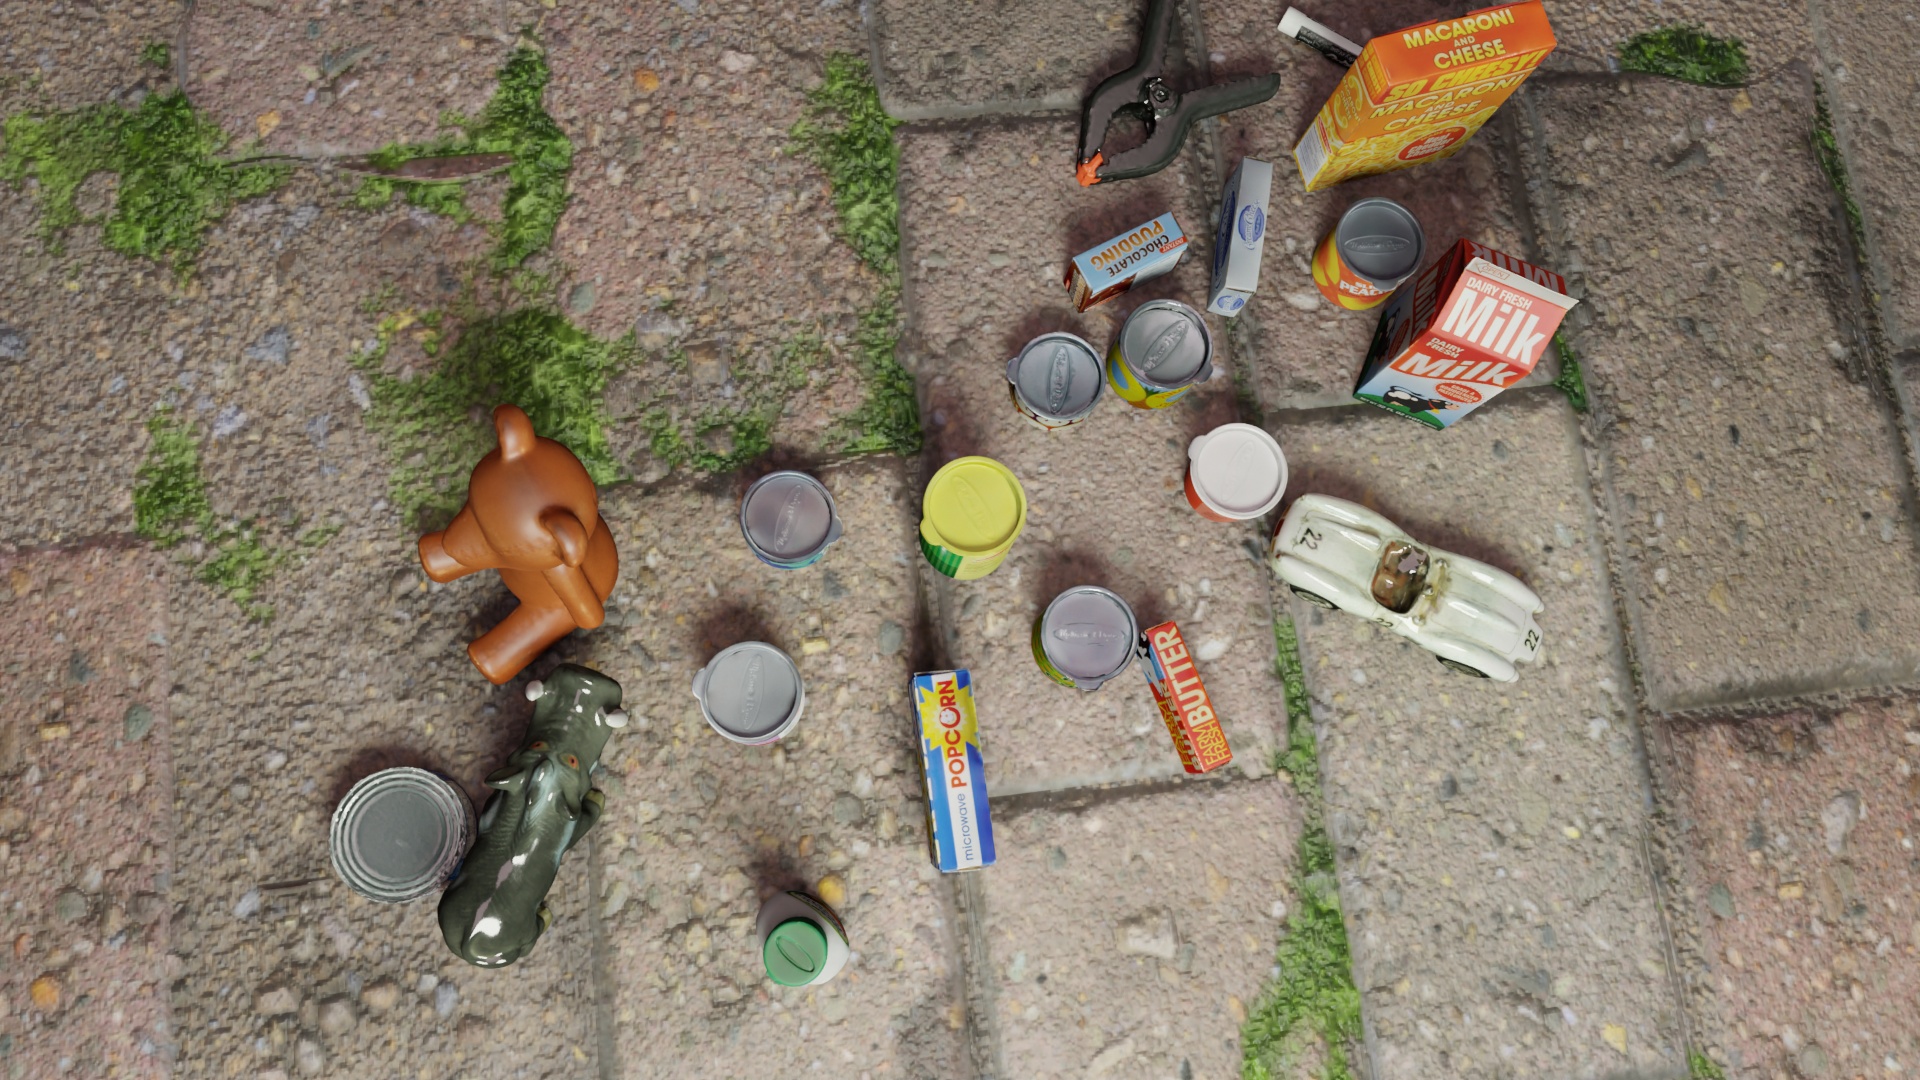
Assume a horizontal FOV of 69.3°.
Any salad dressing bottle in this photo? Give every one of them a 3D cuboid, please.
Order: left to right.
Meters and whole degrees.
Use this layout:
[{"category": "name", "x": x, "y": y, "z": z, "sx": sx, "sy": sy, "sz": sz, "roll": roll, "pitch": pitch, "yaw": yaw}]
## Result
[{"category": "salad dressing bottle", "x": -0.098, "y": 0.247, "z": 0.854, "sx": 0.064, "sy": 0.147, "sz": 0.044, "roll": 42, "pitch": 80, "yaw": 4}]

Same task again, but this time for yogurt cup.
[{"category": "yogurt cup", "x": 0.190, "y": -0.044, "z": 0.979, "sx": 0.072, "sy": 0.054, "sz": 0.072, "roll": 1, "pitch": 79, "yaw": -4}]

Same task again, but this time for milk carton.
[{"category": "milk carton", "x": 0.339, "y": -0.142, "z": 0.939, "sx": 0.072, "sy": 0.190, "sz": 0.073, "roll": 22, "pitch": 79, "yaw": 0}]

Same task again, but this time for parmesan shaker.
[{"category": "parmesan shaker", "x": 0.003, "y": -0.012, "z": 0.933, "sx": 0.071, "sy": 0.103, "sz": 0.071, "roll": 1, "pitch": 80, "yaw": -4}]

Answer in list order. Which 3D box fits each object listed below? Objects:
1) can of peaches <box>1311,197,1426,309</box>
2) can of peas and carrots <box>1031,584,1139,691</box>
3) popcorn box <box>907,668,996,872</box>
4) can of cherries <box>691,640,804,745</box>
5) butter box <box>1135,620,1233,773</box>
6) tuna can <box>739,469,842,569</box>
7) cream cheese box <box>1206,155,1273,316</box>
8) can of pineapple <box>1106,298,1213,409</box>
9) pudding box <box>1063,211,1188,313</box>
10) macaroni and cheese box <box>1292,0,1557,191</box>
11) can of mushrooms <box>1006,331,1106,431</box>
[{"category": "can of peaches", "x": 0.297, "y": -0.206, "z": 1.016, "sx": 0.071, "sy": 0.058, "sz": 0.071, "roll": 1, "pitch": 79, "yaw": -4}, {"category": "can of peas and carrots", "x": 0.084, "y": 0.069, "z": 0.947, "sx": 0.071, "sy": 0.058, "sz": 0.071, "roll": 1, "pitch": 79, "yaw": -4}, {"category": "popcorn box", "x": -0.007, "y": 0.151, "z": 0.911, "sx": 0.038, "sy": 0.085, "sz": 0.127, "roll": -7, "pitch": 80, "yaw": -5}, {"category": "can of cherries", "x": -0.140, "y": 0.102, "z": 0.924, "sx": 0.071, "sy": 0.058, "sz": 0.071, "roll": 1, "pitch": 79, "yaw": -4}, {"category": "butter box", "x": 0.150, "y": 0.107, "z": 0.947, "sx": 0.024, "sy": 0.053, "sz": 0.103, "roll": -21, "pitch": 82, "yaw": -8}, {"category": "tuna can", "x": -0.116, "y": -0.013, "z": 0.960, "sx": 0.071, "sy": 0.032, "sz": 0.071, "roll": 1, "pitch": 79, "yaw": -4}, {"category": "cream cheese box", "x": 0.204, "y": -0.221, "z": 1.014, "sx": 0.024, "sy": 0.053, "sz": 0.104, "roll": 10, "pitch": 79, "yaw": -2}, {"category": "can of pineapple", "x": 0.141, "y": -0.130, "z": 0.989, "sx": 0.071, "sy": 0.057, "sz": 0.071, "roll": 1, "pitch": 79, "yaw": -4}, {"category": "pudding box", "x": 0.119, "y": -0.200, "z": 1.005, "sx": 0.084, "sy": 0.049, "sz": 0.030, "roll": -27, "pitch": 83, "yaw": -9}, {"category": "macaroni and cheese box", "x": 0.321, "y": -0.311, "z": 0.982, "sx": 0.124, "sy": 0.166, "sz": 0.040, "roll": -16, "pitch": 81, "yaw": -7}, {"category": "can of mushrooms", "x": 0.066, "y": -0.114, "z": 0.993, "sx": 0.071, "sy": 0.033, "sz": 0.071, "roll": 1, "pitch": 79, "yaw": -4}]
